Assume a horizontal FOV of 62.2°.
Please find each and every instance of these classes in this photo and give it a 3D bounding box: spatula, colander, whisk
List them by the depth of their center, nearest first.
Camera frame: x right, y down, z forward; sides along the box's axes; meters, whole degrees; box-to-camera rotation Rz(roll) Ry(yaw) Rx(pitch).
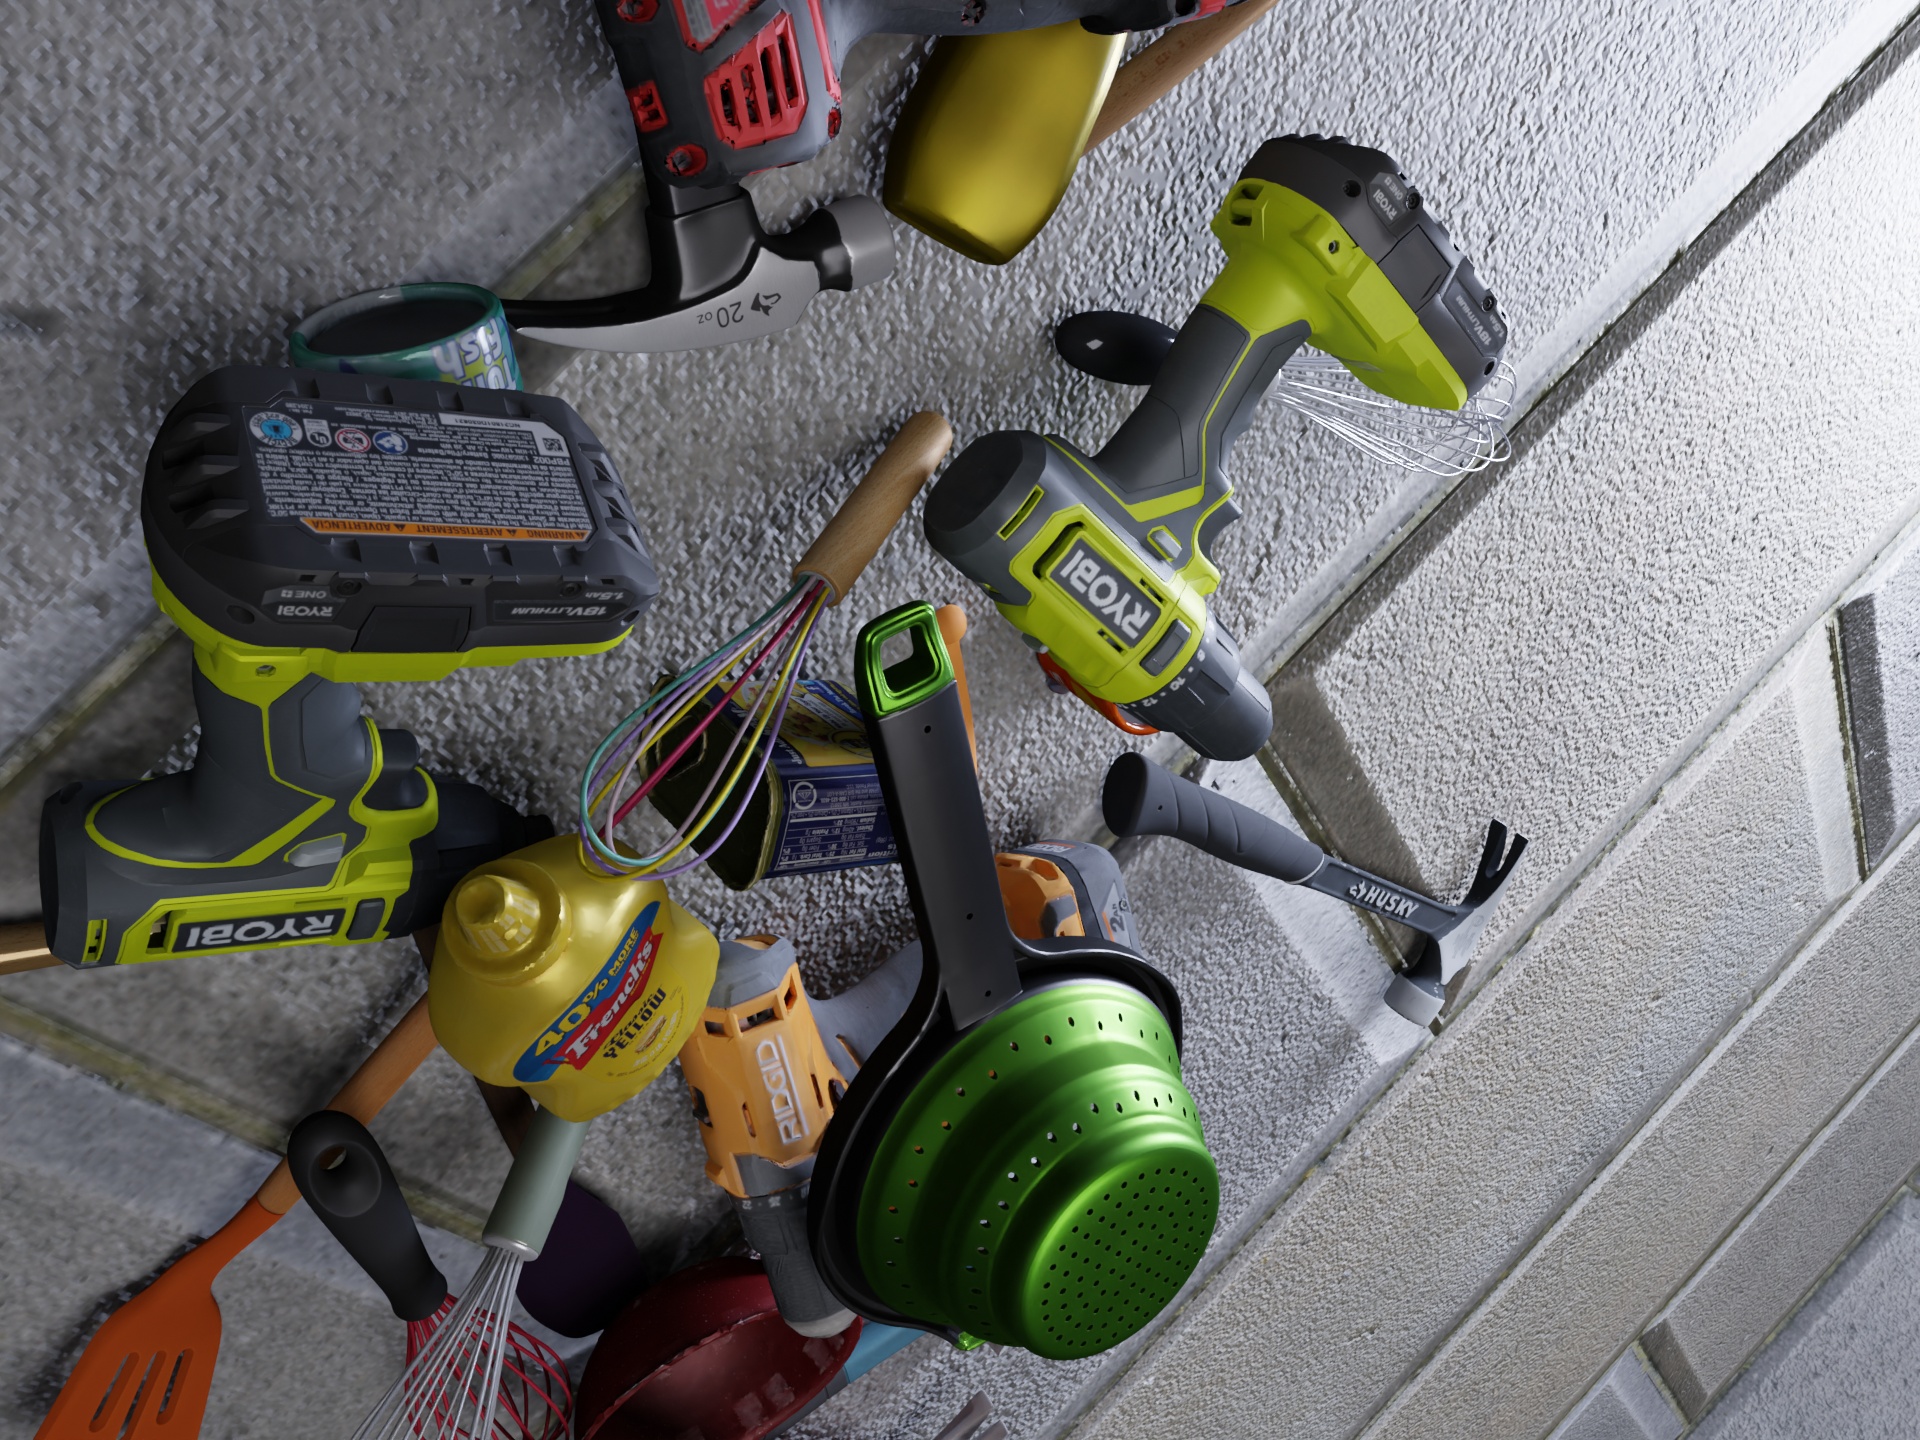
[{"bbox_3d":[-0.068,-0.036,0.592,0.051,0.047,0.245,43,55,-17],"label":"whisk"},{"bbox_3d":[0.119,-0.286,0.632,0.317,0.044,0.082,-40,134,-8],"label":"spatula"},{"bbox_3d":[-0.256,0.181,0.635,0.322,0.041,0.081,-48,148,6],"label":"spatula"},{"bbox_3d":[-0.185,0.221,0.642,0.059,0.058,0.246,40,51,-30],"label":"whisk"},{"bbox_3d":[0.029,0.137,0.644,0.204,0.095,0.396,-28,126,-22],"label":"colander"},{"bbox_3d":[-0.226,0.256,0.684,0.073,0.073,0.295,-28,136,-21],"label":"whisk"},{"bbox_3d":[-0.198,0.184,0.710,0.060,0.018,0.315,-19,129,-15],"label":"spatula"},{"bbox_3d":[0.160,-0.158,0.742,0.284,0.070,0.070,2,116,-34],"label":"whisk"}]

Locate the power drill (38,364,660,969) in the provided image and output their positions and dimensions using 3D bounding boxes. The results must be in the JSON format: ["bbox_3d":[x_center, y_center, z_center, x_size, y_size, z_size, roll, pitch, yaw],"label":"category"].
[{"bbox_3d":[-0.190,-0.002,0.512,0.171,0.080,0.223,-2,144,-36],"label":"power drill"}]

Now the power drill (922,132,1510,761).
[{"bbox_3d":[0.118,-0.105,0.666,0.190,0.080,0.228,38,91,-32],"label":"power drill"}]

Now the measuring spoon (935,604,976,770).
[{"bbox_3d":[-0.001,-0.002,0.745,0.021,0.011,0.116,-23,129,-24],"label":"measuring spoon"}]

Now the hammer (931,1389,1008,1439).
[{"bbox_3d":[-0.102,0.406,0.850,0.143,0.038,0.385,-41,146,3],"label":"hammer"}]

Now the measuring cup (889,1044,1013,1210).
[{"bbox_3d":[-0.038,0.208,0.827,0.173,0.052,0.095,-36,133,-19],"label":"measuring cup"}]

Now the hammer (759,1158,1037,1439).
[{"bbox_3d":[-0.082,0.379,0.916,0.331,0.033,0.128,-26,129,-22],"label":"hammer"}]

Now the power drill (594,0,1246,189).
[{"bbox_3d":[-0.011,-0.258,0.475,0.219,0.079,0.143,-25,117,-19],"label":"power drill"}]

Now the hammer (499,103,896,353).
[{"bbox_3d":[-0.108,-0.269,0.473,0.146,0.035,0.334,-26,131,-23],"label":"hammer"}]

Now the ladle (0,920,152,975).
[{"bbox_3d":[-0.402,0.087,0.484,0.315,0.031,0.069,-6,120,-37],"label":"ladle"}]

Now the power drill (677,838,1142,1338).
[{"bbox_3d":[-0.016,0.168,0.757,0.226,0.084,0.185,-18,98,-27],"label":"power drill"}]

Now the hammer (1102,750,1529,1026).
[{"bbox_3d":[0.220,0.087,0.959,0.408,0.036,0.149,23,101,-44],"label":"hammer"}]
